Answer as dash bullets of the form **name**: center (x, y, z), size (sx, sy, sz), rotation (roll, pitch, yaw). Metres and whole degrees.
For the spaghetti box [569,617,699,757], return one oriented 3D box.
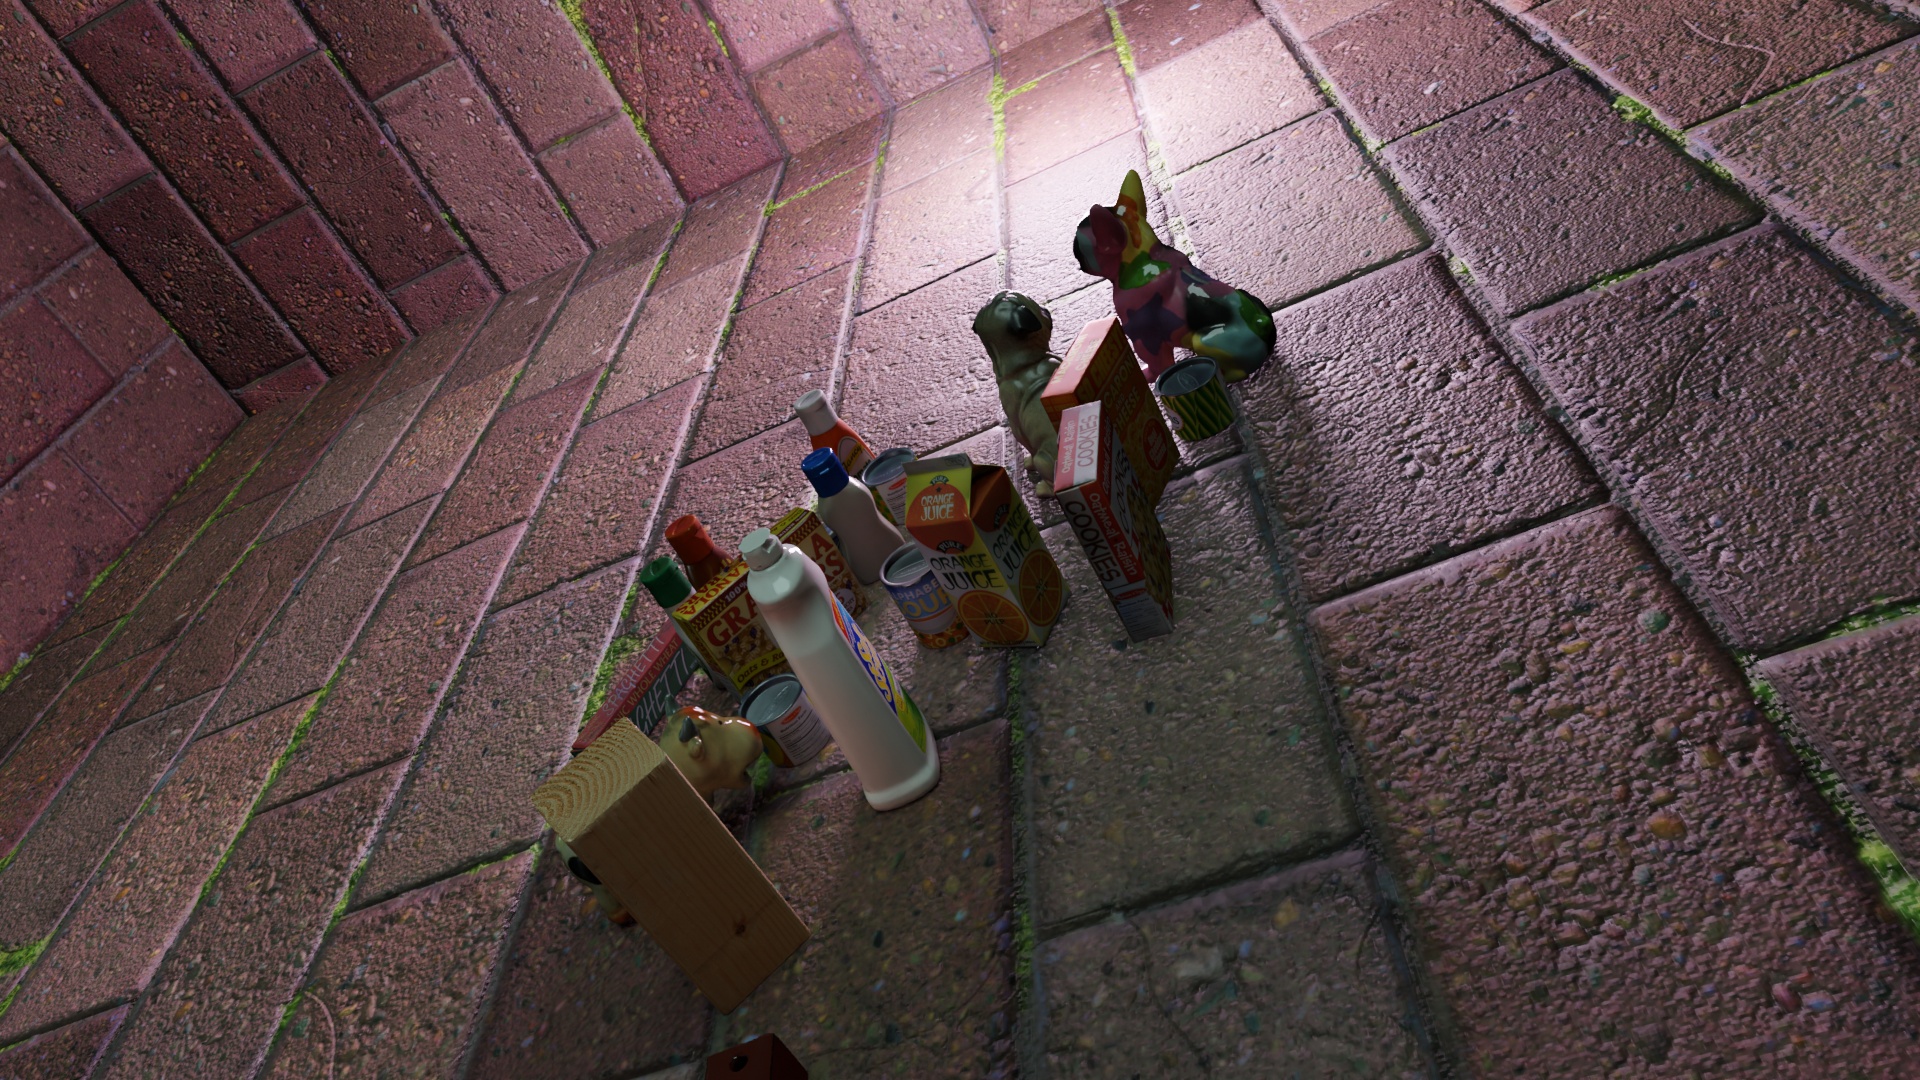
- **spaghetti box**: center (-0.312, 0.140, 1.435), size (0.028, 0.050, 0.251), rotation (-7, 37, 35)

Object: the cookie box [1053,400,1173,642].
- **cookie box**: center (0.130, -0.017, 1.171), size (0.040, 0.167, 0.123), rotation (-19, 32, 20)

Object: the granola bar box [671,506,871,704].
- **granola bar box**: center (-0.181, 0.066, 1.359), size (0.166, 0.123, 0.039), rotation (-43, 32, -22)

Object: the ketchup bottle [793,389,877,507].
- **ketchup bottle**: center (-0.134, -0.098, 1.542), size (0.043, 0.148, 0.065), rotation (8, 47, 47)

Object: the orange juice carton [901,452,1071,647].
- **orange juice carton**: center (0.018, 0.002, 1.215), size (0.071, 0.192, 0.073), rotation (-5, 38, 37)

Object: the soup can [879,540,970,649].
- **soup can**: center (-0.028, 0.051, 1.289), size (0.071, 0.083, 0.072), rotation (-22, 31, 14)

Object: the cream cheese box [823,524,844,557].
- **cream cheese box**: center (-0.135, 0.013, 1.470), size (0.024, 0.053, 0.104), rotation (10, 48, 49)

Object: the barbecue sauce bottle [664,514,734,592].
- **barbecue sauce bottle**: center (-0.251, 0.040, 1.434), size (0.043, 0.148, 0.065), rotation (-13, 34, 28)

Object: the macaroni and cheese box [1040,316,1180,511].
- **macaroni and cheese box**: center (0.142, -0.105, 1.295), size (0.040, 0.166, 0.124), rotation (-6, 37, 36)

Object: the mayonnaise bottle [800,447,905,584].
- **mayonnaise bottle**: center (-0.111, -0.027, 1.416), size (0.065, 0.147, 0.041), rotation (-32, 30, -3)

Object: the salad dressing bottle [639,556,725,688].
- **salad dressing bottle**: center (-0.264, 0.081, 1.384), size (0.044, 0.147, 0.064), rotation (-31, 30, -2)

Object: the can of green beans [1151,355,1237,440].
- **can of green beans**: center (0.234, -0.141, 1.379), size (0.071, 0.057, 0.071), rotation (-22, 31, 14)

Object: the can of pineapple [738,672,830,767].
- **can of pineapple**: center (-0.159, 0.162, 1.260), size (0.071, 0.057, 0.071), rotation (-22, 31, 14)

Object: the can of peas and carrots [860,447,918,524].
- **can of peas and carrots**: center (-0.067, -0.060, 1.517), size (0.071, 0.058, 0.071), rotation (-22, 31, 14)
